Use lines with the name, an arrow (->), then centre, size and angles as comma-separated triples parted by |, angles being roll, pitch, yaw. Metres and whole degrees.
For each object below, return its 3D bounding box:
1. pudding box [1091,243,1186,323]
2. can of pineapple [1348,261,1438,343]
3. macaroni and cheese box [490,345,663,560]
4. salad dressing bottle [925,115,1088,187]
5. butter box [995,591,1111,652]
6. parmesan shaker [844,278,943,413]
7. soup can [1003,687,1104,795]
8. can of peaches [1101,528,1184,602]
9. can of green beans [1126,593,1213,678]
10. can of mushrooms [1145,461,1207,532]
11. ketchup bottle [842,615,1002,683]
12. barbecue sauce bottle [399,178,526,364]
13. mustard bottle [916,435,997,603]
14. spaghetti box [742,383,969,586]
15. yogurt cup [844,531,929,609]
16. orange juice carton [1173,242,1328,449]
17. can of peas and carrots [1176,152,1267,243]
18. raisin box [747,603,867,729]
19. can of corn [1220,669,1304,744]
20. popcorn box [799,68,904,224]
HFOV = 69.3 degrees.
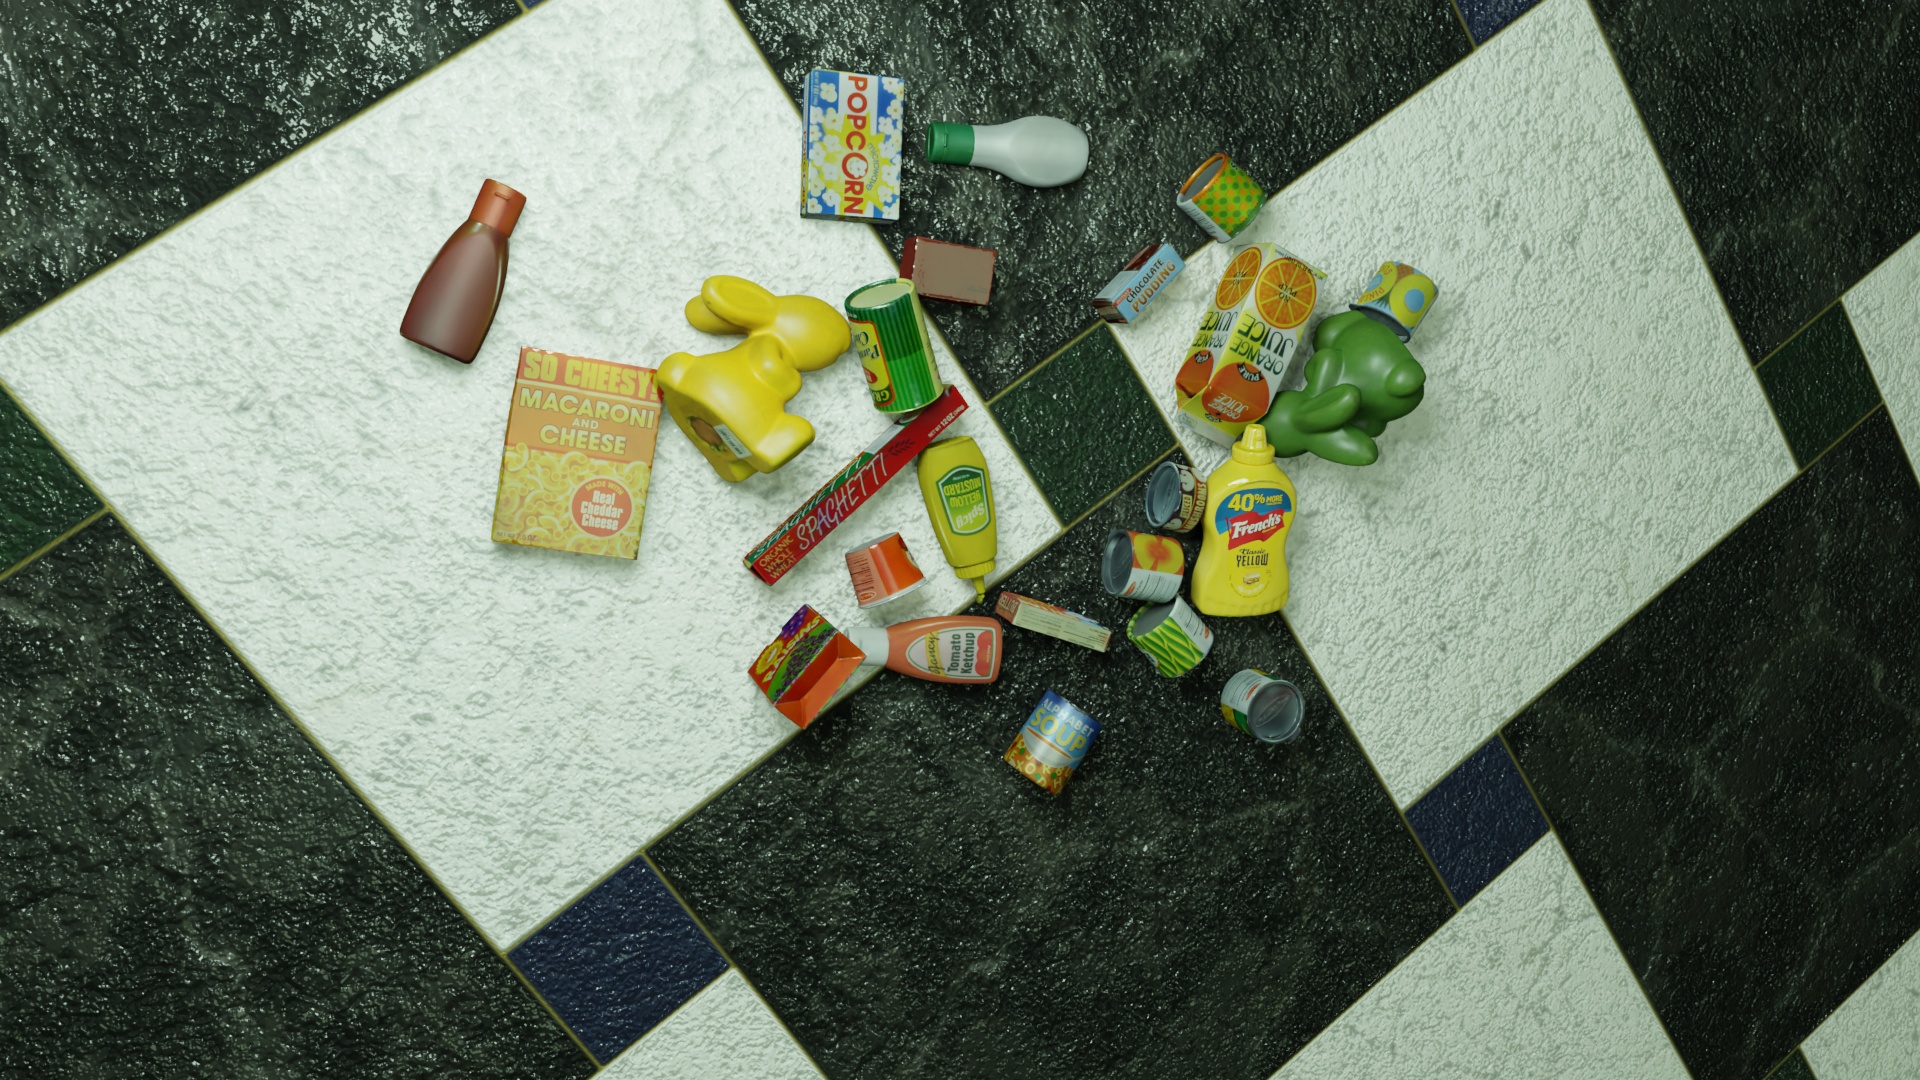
pudding box -> 0.171, -0.247, 1.332 | 0.084, 0.050, 0.030 | -46, 110, -8
can of pineapple -> 0.442, -0.244, 1.413 | 0.071, 0.071, 0.058 | 35, 85, -19
macaroni and cheese box -> -0.328, -0.075, 1.195 | 0.124, 0.040, 0.166 | 9, 95, -19
salad dressing bottle -> 0.042, -0.361, 1.279 | 0.148, 0.044, 0.064 | 1, 99, -17
butter box -> 0.090, 0.078, 1.346 | 0.103, 0.053, 0.024 | 18, 94, -19
parmesan shaker -> -0.060, -0.175, 1.240 | 0.071, 0.071, 0.102 | -24, 121, -14
soup can -> 0.090, 0.195, 1.351 | 0.071, 0.071, 0.084 | 35, 86, -19
can of peaches -> 0.178, 0.024, 1.362 | 0.058, 0.071, 0.071 | 9, 94, -19
can of green beans -> 0.208, 0.093, 1.380 | 0.071, 0.071, 0.057 | -45, 107, -8
can of mushrooms -> 0.212, -0.041, 1.361 | 0.033, 0.071, 0.071 | 12, 94, -21
ketchup bottle -> -0.037, 0.102, 1.313 | 0.149, 0.043, 0.064 | 3, 96, -18
barbecue sauce bottle -> -0.405, -0.225, 1.149 | 0.065, 0.043, 0.148 | 24, 89, -20
mustard bottle -> 0.005, -0.016, 1.308 | 0.065, 0.049, 0.160 | -17, 102, -14
spaghetti box -> -0.096, -0.052, 1.269 | 0.250, 0.050, 0.028 | -43, 107, -8
yogurt cup -> -0.072, 0.026, 1.281 | 0.072, 0.072, 0.054 | -24, 96, -14
orange juice carton -> 0.277, -0.190, 1.362 | 0.072, 0.073, 0.192 | 25, 89, -21
can of peas and carrots -> 0.253, -0.332, 1.340 | 0.058, 0.071, 0.071 | 37, 85, -18
raisin box -> -0.140, 0.110, 1.237 | 0.040, 0.123, 0.086 | 42, 84, -20
can of corn -> 0.311, 0.172, 1.428 | 0.071, 0.058, 0.071 | -2, 98, -18
popcorn box -> -0.097, -0.350, 1.237 | 0.085, 0.038, 0.126 | 0, 97, -19
